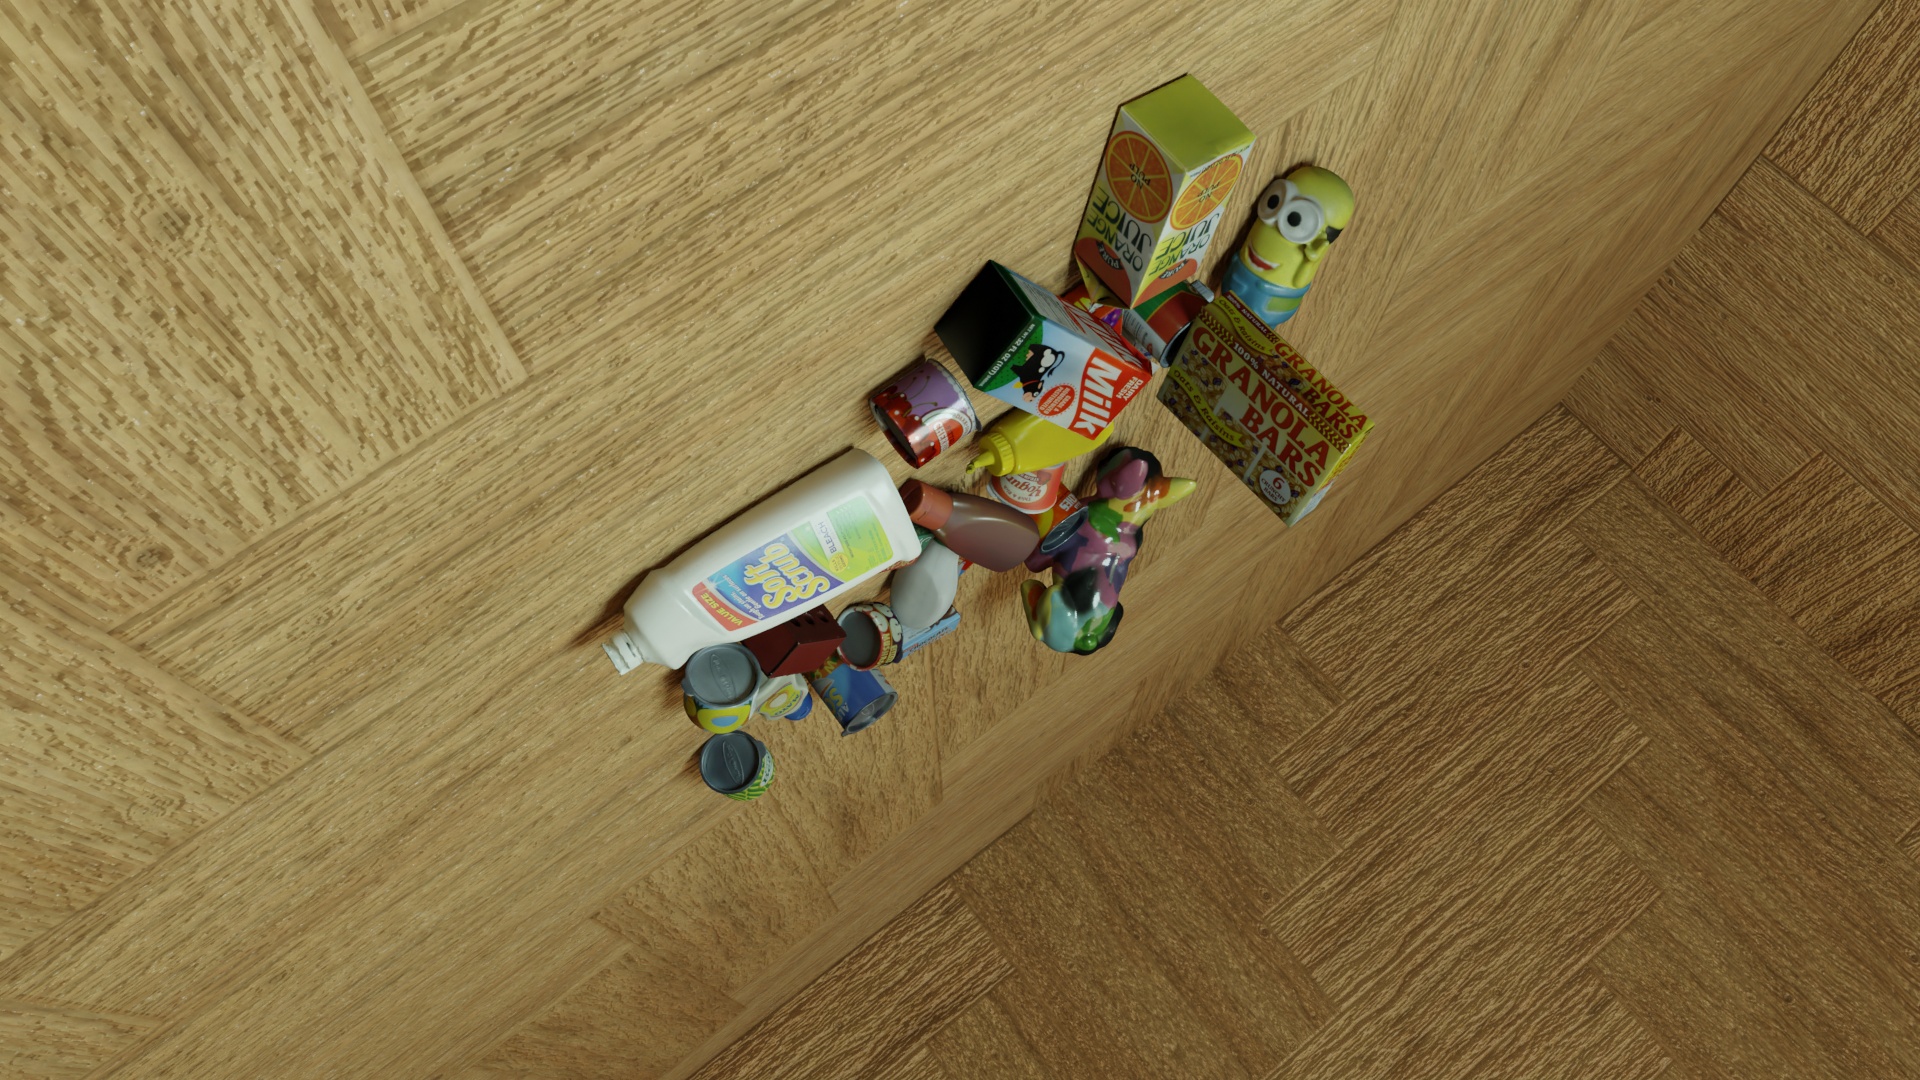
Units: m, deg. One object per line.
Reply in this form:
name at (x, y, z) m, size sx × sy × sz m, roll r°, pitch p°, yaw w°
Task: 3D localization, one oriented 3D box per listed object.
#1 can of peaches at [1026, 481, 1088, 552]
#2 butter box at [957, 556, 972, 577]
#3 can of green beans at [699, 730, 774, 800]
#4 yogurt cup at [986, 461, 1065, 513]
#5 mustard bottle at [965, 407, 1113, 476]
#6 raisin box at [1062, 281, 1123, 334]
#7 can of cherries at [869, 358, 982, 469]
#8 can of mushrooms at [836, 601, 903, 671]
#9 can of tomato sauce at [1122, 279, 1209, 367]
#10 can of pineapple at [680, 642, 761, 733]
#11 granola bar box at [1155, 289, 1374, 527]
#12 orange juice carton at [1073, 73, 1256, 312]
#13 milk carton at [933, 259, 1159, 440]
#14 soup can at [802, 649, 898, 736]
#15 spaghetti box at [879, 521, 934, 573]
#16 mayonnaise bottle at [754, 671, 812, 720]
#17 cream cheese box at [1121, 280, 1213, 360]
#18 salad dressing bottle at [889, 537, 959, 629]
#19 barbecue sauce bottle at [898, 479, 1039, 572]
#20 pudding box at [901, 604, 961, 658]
can of peaches at (0.093, -0.031, 1.465) m, size 0.071 × 0.058 × 0.071 m, roll -35°, pitch 160°, yaw -15°
butter box at (0.002, 0.010, 1.437) m, size 0.103 × 0.024 × 0.053 m, roll -43°, pitch 162°, yaw 11°
can of green beans at (-0.230, 0.233, 1.437) m, size 0.071 × 0.071 × 0.057 m, roll -38°, pitch 162°, yaw -6°
yogurt cup at (0.067, -0.067, 1.326) m, size 0.073 × 0.072 × 0.053 m, roll -23°, pitch 147°, yaw -40°
mustard bottle at (0.066, -0.095, 1.266) m, size 0.161 × 0.049 × 0.065 m, roll -25°, pitch 113°, yaw -28°
raisin box at (0.095, -0.165, 1.192) m, size 0.086 × 0.040 × 0.123 m, roll -36°, pitch 162°, yaw -8°
can of cherries at (-0.027, -0.096, 1.066) m, size 0.058 × 0.071 × 0.071 m, roll -35°, pitch 161°, yaw -12°
can of mushrooms at (-0.091, 0.097, 1.386) m, size 0.033 × 0.071 × 0.070 m, roll -9°, pitch 144°, yaw -54°
can of tomato sauce at (0.170, -0.201, 1.185) m, size 0.071 × 0.083 × 0.071 m, roll -35°, pitch 161°, yaw -14°
can of pineapple at (-0.215, 0.131, 1.237) m, size 0.071 × 0.071 × 0.057 m, roll -29°, pitch 159°, yaw -28°
granola bar box at (0.249, -0.108, 1.151) m, size 0.039 × 0.166 × 0.123 m, roll -33°, pitch 160°, yaw -28°
orange juice carton at (0.145, -0.246, 1.049) m, size 0.072 × 0.073 × 0.191 m, roll -31°, pitch 160°, yaw -24°
milk carton at (0.078, -0.138, 1.077) m, size 0.190 × 0.074 × 0.072 m, roll 17°, pitch 122°, yaw -45°
soup can at (-0.117, 0.149, 1.432) m, size 0.071 × 0.084 × 0.071 m, roll -35°, pitch 160°, yaw -14°
spaghetti box at (-0.113, 0.016, 1.224) m, size 0.251 × 0.029 × 0.050 m, roll -15°, pitch 150°, yaw -51°
mayonnaise bottle at (-0.182, 0.149, 1.375) m, size 0.065 × 0.041 × 0.147 m, roll -40°, pitch 161°, yaw -4°
cream cheese box at (0.190, -0.202, 1.313) m, size 0.104 × 0.024 × 0.053 m, roll -33°, pitch 160°, yaw -21°
salad dressing bottle at (-0.025, 0.022, 1.363) m, size 0.044 × 0.064 × 0.146 m, roll -32°, pitch 154°, yaw -49°
barbecue sauce bottle at (0.005, -0.016, 1.275) m, size 0.064 × 0.044 × 0.148 m, roll -42°, pitch 139°, yaw 24°
pudding box at (-0.047, 0.088, 1.482) m, size 0.084 × 0.050 × 0.030 m, roll -29°, pitch 160°, yaw -30°
